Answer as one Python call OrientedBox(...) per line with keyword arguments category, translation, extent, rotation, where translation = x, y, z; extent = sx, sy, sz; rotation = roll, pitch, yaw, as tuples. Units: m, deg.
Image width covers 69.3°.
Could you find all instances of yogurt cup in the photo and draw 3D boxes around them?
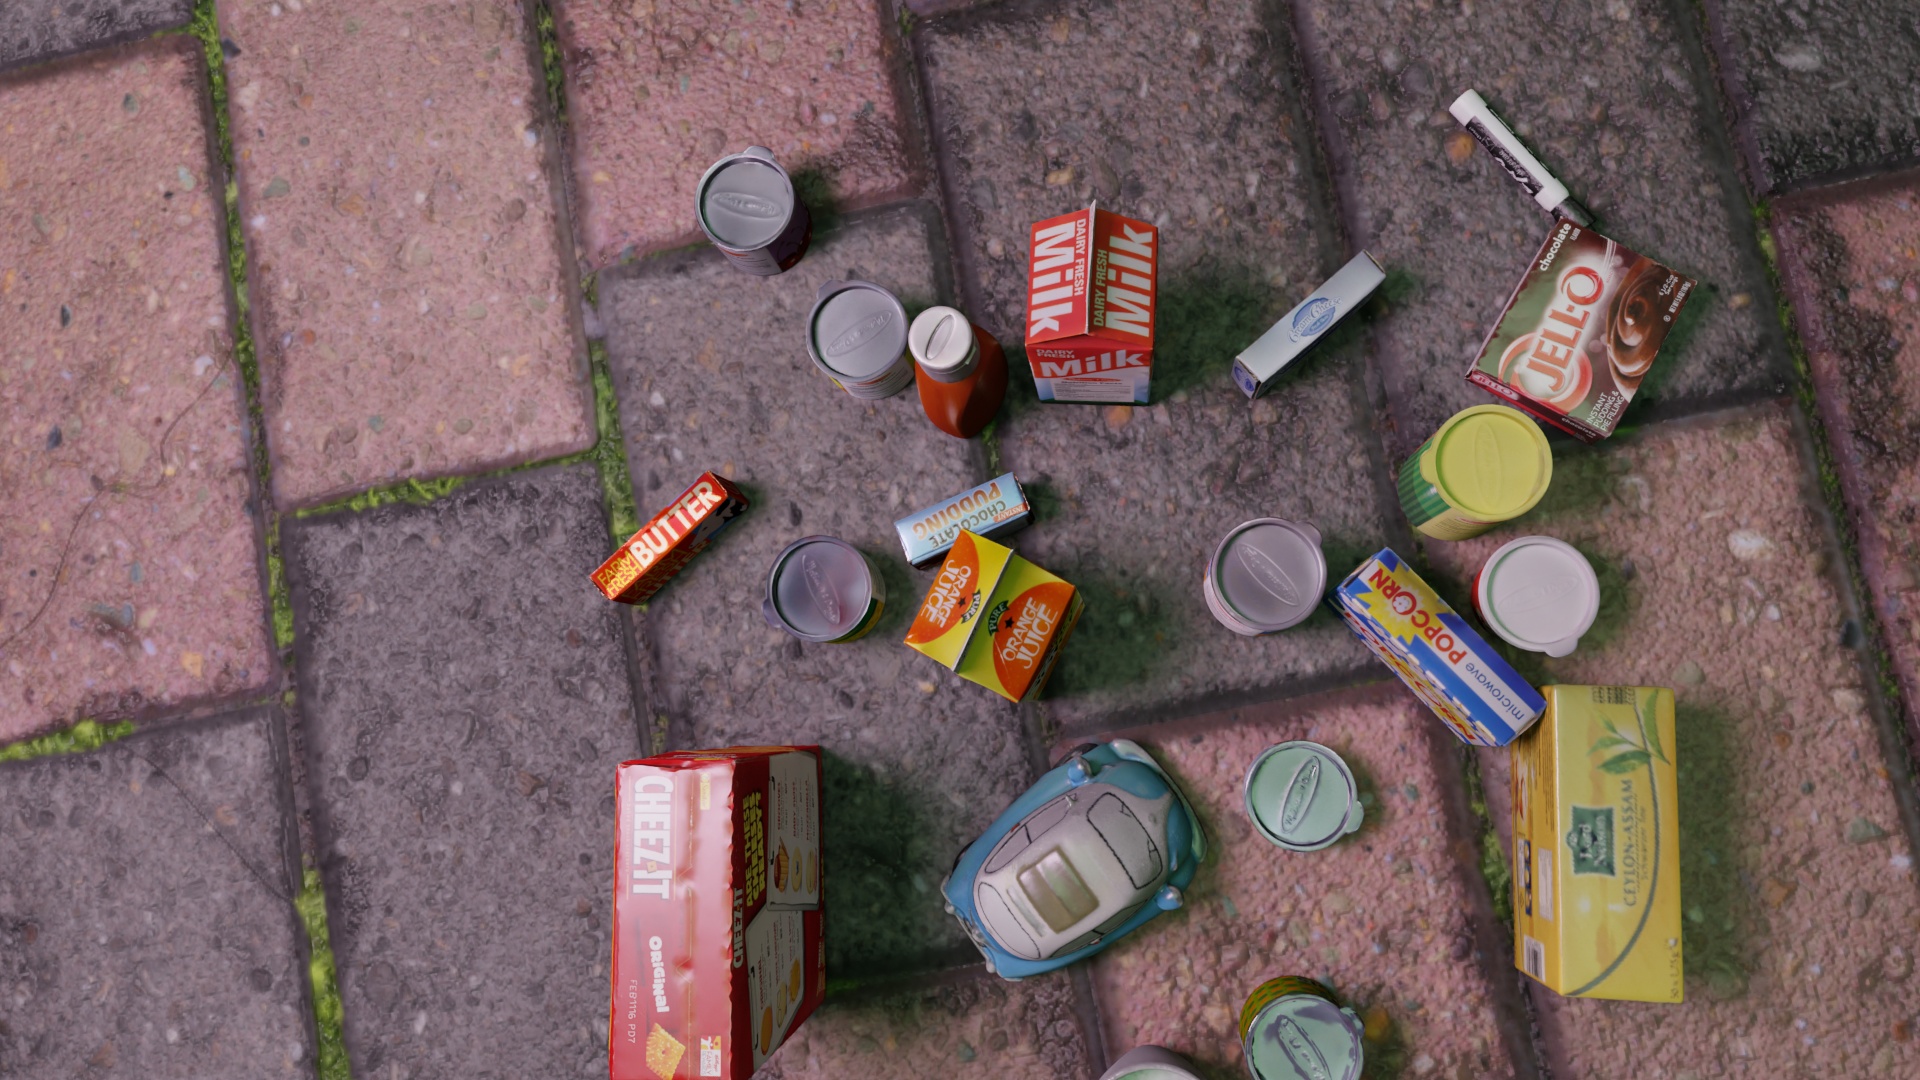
OrientedBox(category="yogurt cup", translation=(0.340, 0.034, 0.834), extent=(0.072, 0.054, 0.072), rotation=(-1, 83, 7))

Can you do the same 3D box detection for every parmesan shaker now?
OrientedBox(category="parmesan shaker", translation=(0.298, -0.038, 0.823), extent=(0.071, 0.103, 0.071), rotation=(-1, 83, 7))

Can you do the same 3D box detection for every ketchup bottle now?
OrientedBox(category="ketchup bottle", translation=(-0.002, -0.105, 0.842), extent=(0.043, 0.148, 0.065), rotation=(27, 87, 9))

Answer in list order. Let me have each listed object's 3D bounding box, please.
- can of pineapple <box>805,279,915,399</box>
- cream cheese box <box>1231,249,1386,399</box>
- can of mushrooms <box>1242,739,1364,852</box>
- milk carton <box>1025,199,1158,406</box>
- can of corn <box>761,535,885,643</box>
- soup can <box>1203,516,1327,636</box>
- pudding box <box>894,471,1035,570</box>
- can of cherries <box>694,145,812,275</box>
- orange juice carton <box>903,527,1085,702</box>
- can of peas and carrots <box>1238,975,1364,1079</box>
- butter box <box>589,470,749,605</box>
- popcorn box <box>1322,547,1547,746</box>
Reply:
OrientedBox(category="can of pineapple", translation=(-0.062, -0.130, 0.899), extent=(0.071, 0.058, 0.071), rotation=(-1, 83, 7))
OrientedBox(category="cream cheese box", translation=(0.216, -0.133, 0.869), extent=(0.104, 0.053, 0.024), rotation=(-40, 81, 1))
OrientedBox(category="can of mushrooms", translation=(0.208, 0.156, 0.844), extent=(0.071, 0.033, 0.071), rotation=(-1, 83, 7))
OrientedBox(category="milk carton", translation=(0.078, -0.134, 0.816), extent=(0.073, 0.190, 0.072), rotation=(2, 84, 7))
OrientedBox(category="can of corn", translation=(-0.086, 0.034, 0.881), extent=(0.071, 0.058, 0.071), rotation=(-1, 83, 7))
OrientedBox(category="soup can", translation=(0.184, 0.022, 0.838), extent=(0.071, 0.083, 0.071), rotation=(-1, 83, 7))
OrientedBox(category="pudding box", translation=(0.003, -0.011, 0.881), extent=(0.084, 0.049, 0.030), rotation=(-24, 81, 3))
OrientedBox(category="can of cherries", translation=(-0.134, -0.217, 0.917), extent=(0.071, 0.058, 0.071), rotation=(-1, 83, 7))
OrientedBox(category="orange juice carton", translation=(0.022, 0.046, 0.799), extent=(0.073, 0.192, 0.072), rotation=(27, 87, 9))
OrientedBox(category="can of peas and carrots", translation=(0.200, 0.293, 0.816), extent=(0.071, 0.058, 0.071), rotation=(-1, 83, 7))
OrientedBox(category="butter box", translation=(-0.187, 0.000, 0.900), extent=(0.103, 0.053, 0.024), rotation=(-42, 81, 0))
OrientedBox(category="popcorn box", translation=(0.277, 0.064, 0.822), extent=(0.038, 0.085, 0.127), rotation=(-44, 80, 0))
